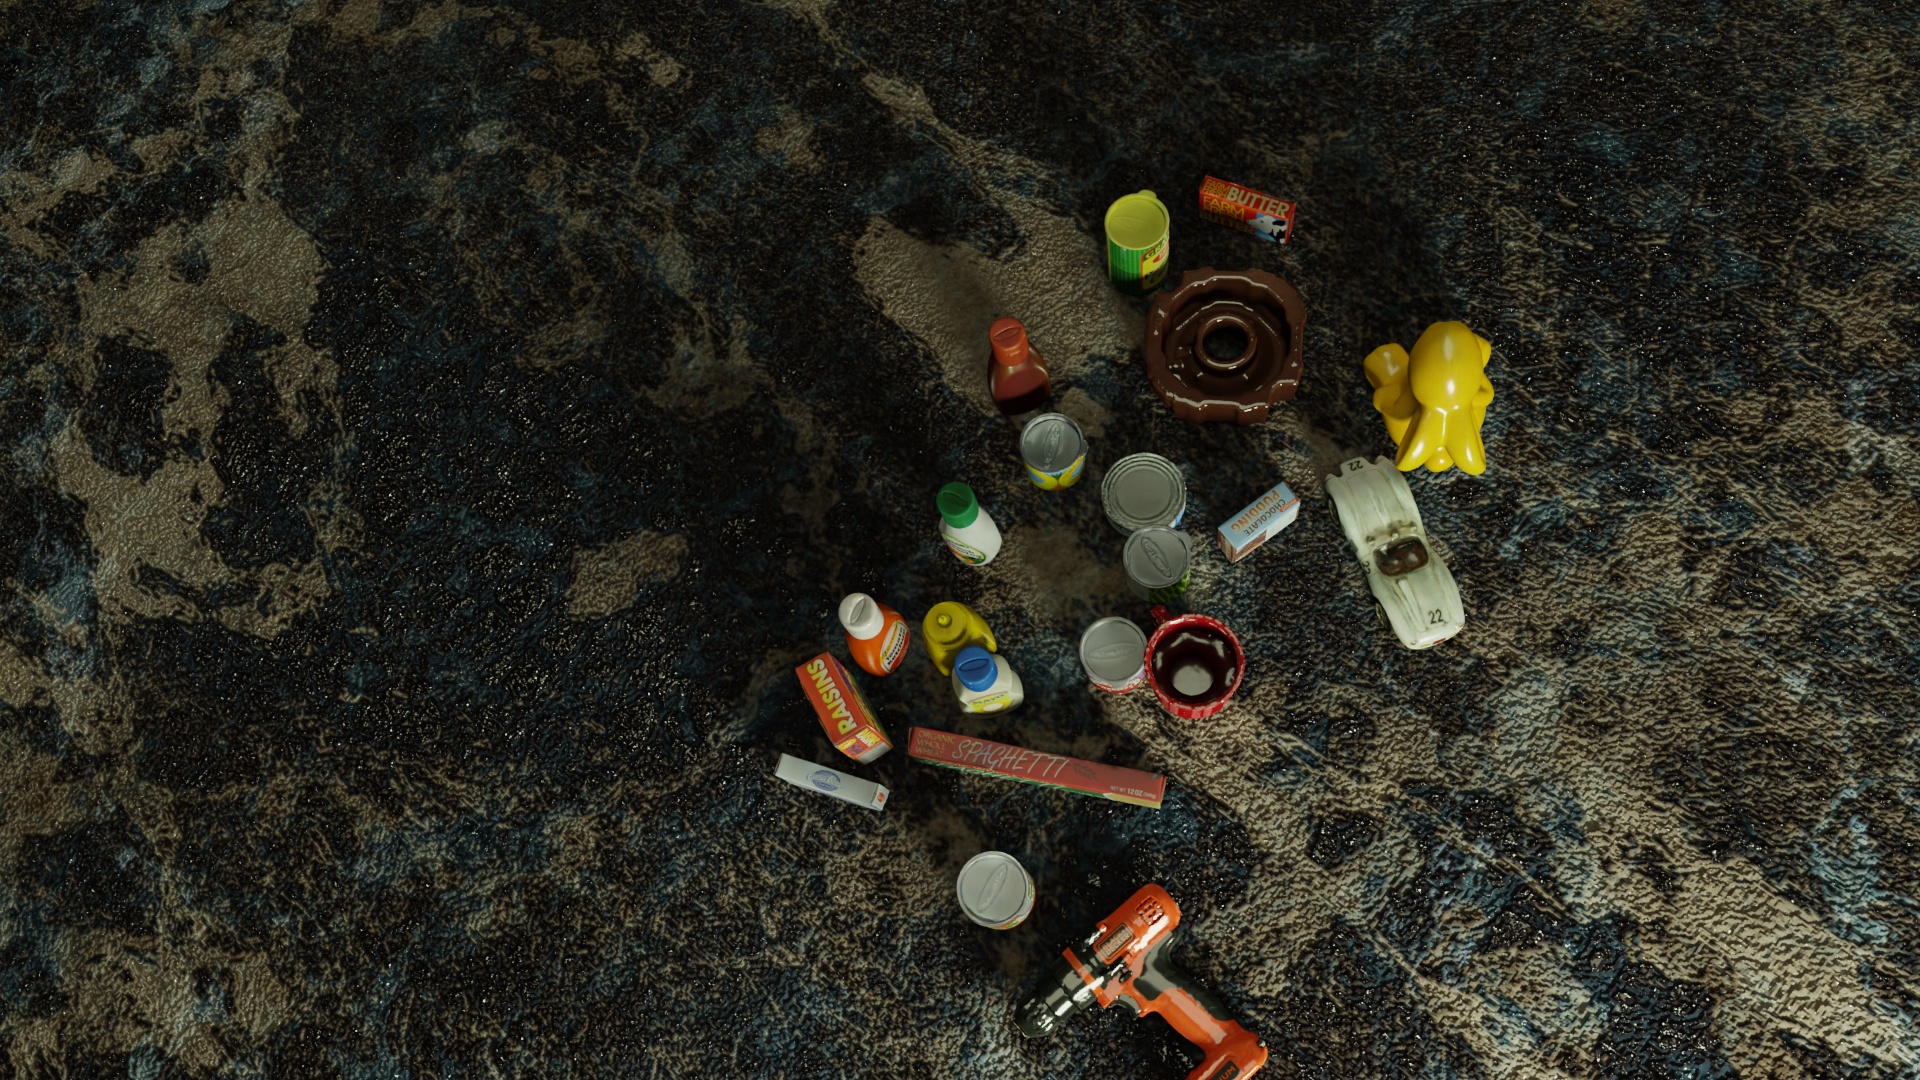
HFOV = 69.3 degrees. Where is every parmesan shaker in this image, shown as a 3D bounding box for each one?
[{"bbox_3d":[0.189,-0.315,1.474,0.071,0.103,0.071,-3,71,8],"label":"parmesan shaker"}]

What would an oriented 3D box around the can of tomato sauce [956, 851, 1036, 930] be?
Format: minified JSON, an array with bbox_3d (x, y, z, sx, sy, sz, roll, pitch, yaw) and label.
[{"bbox_3d":[0.037,0.327,1.289,0.071,0.083,0.071,-3,71,8],"label":"can of tomato sauce"}]

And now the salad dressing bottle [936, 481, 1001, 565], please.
[{"bbox_3d":[0.005,-0.017,1.377,0.064,0.147,0.044,28,78,16],"label":"salad dressing bottle"}]

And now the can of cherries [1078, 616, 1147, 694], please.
[{"bbox_3d":[0.151,0.116,1.357,0.071,0.058,0.071,-3,71,8],"label":"can of cherries"}]

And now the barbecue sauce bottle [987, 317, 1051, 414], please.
[{"bbox_3d":[0.056,-0.179,1.424,0.065,0.148,0.044,-22,70,1],"label":"barbecue sauce bottle"}]

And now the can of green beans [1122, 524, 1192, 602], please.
[{"bbox_3d":[0.196,0.024,1.382,0.071,0.057,0.071,-3,71,8],"label":"can of green beans"}]

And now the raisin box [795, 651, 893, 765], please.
[{"bbox_3d":[-0.112,0.164,1.345,0.040,0.123,0.086,-30,70,-2],"label":"raisin box"}]

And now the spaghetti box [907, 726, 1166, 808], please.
[{"bbox_3d":[0.072,0.218,1.338,0.250,0.050,0.029,9,73,11],"label":"spaghetti box"}]

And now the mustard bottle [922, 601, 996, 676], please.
[{"bbox_3d":[-0.006,0.089,1.335,0.065,0.160,0.049,-29,70,-1],"label":"mustard bottle"}]

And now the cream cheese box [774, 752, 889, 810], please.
[{"bbox_3d":[-0.125,0.237,1.359,0.104,0.053,0.024,15,75,13],"label":"cream cheese box"}]

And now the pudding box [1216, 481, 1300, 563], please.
[{"bbox_3d":[0.297,-0.017,1.385,0.084,0.049,0.030,-36,70,-4],"label":"pudding box"}]

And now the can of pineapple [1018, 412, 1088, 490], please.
[{"bbox_3d":[0.097,-0.090,1.435,0.071,0.057,0.071,-3,71,8],"label":"can of pineapple"}]

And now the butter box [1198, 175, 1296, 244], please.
[{"bbox_3d":[0.308,-0.356,1.498,0.103,0.053,0.024,22,77,15],"label":"butter box"}]

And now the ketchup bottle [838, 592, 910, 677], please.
[{"bbox_3d":[-0.086,0.088,1.354,0.043,0.148,0.065,21,76,15],"label":"ketchup bottle"}]

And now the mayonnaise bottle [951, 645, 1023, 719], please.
[{"bbox_3d":[0.022,0.135,1.322,0.065,0.147,0.041,-16,70,3],"label":"mayonnaise bottle"}]
